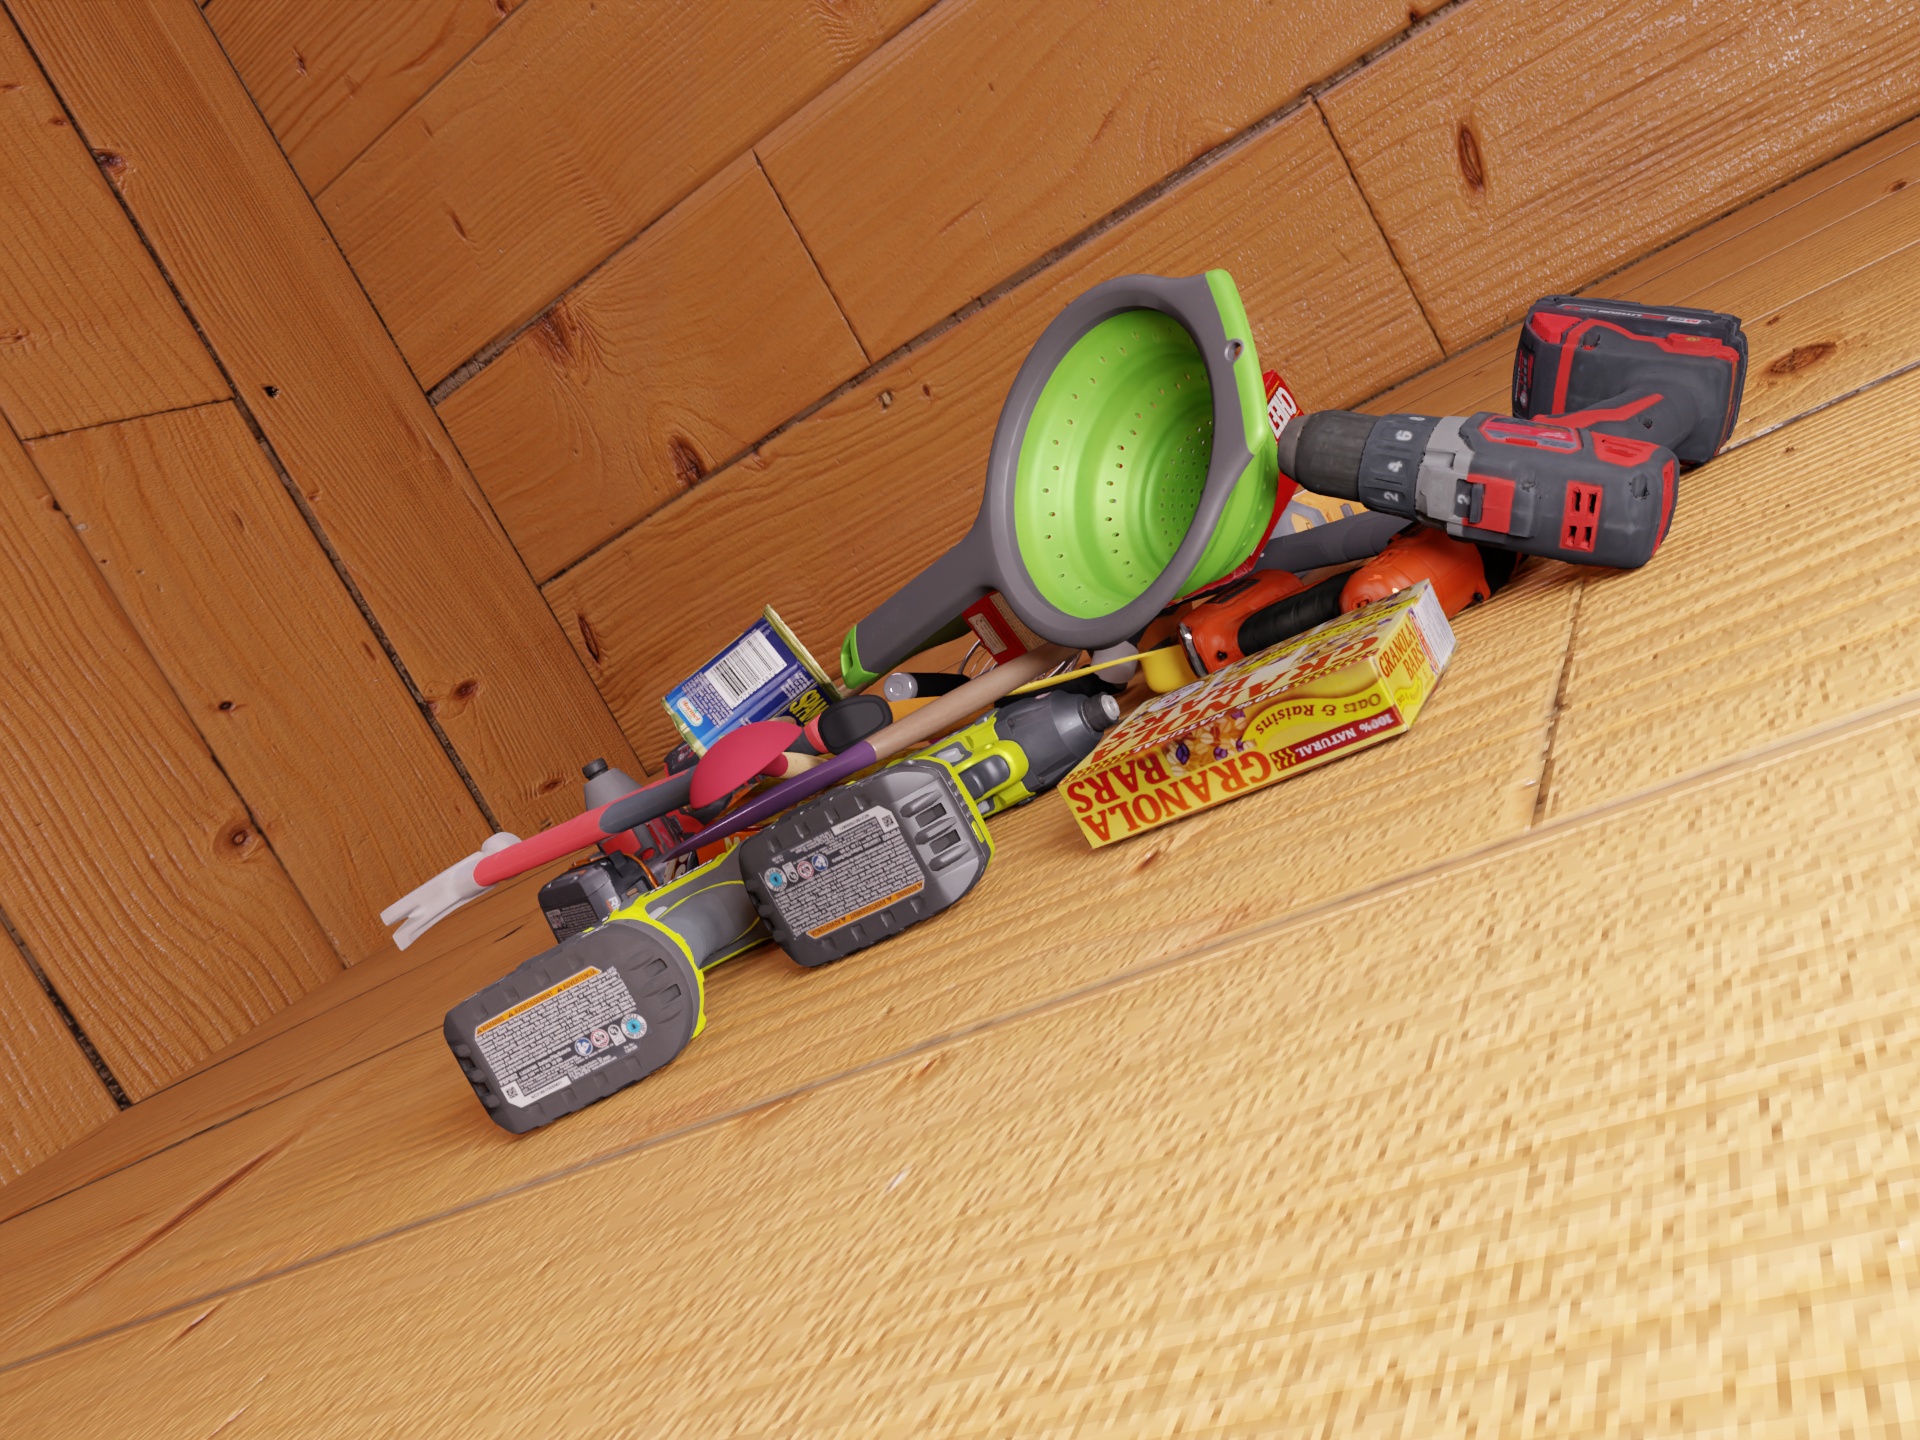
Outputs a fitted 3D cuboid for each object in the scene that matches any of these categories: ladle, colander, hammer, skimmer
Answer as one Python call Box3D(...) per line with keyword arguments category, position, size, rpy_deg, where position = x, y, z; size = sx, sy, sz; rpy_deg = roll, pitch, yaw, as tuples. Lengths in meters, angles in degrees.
Box3D(category="ladle", position=(-0.101, 0.027, 0.933), size=(0.069, 0.031, 0.315), rpy_deg=(-33, -6, 3))
Box3D(category="colander", position=(0.062, -0.105, 0.947), size=(0.094, 0.205, 0.397), rpy_deg=(8, -27, -35))
Box3D(category="ladle", position=(-0.105, -0.029, 1.304), size=(0.320, 0.062, 0.078), rpy_deg=(-36, -11, 10))
Box3D(category="hammer", position=(-0.002, -0.003, 1.068), size=(0.127, 0.034, 0.336), rpy_deg=(-26, -8, 26))
Box3D(category="hammer", position=(0.231, -0.117, 1.052), size=(0.335, 0.035, 0.146), rpy_deg=(-12, 50, 45))
Box3D(category="hammer", position=(-0.251, 0.073, 1.147), size=(0.386, 0.038, 0.143), rpy_deg=(-22, 10, 29))
Box3D(category="skimmer", position=(0.008, -0.053, 1.247), size=(0.127, 0.090, 0.363), rpy_deg=(-24, -7, 19))

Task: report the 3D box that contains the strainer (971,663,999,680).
Box3D(category="strainer", position=(0.063, -0.067, 1.480), size=(0.258, 0.050, 0.087), rpy_deg=(-37, 0, 13))

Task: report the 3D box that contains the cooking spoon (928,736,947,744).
Box3D(category="cooking spoon", position=(-0.024, 0.034, 1.312), size=(0.069, 0.017, 0.319), rpy_deg=(-28, 6, 22))

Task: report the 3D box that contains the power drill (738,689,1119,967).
Box3D(category="power drill", position=(-0.011, 0.046, 0.898), size=(0.171, 0.080, 0.223), rpy_deg=(-27, 3, 28))

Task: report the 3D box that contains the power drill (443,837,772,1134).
Box3D(category="power drill", position=(-0.198, 0.148, 0.914), size=(0.190, 0.080, 0.228), rpy_deg=(-28, 4, 12))

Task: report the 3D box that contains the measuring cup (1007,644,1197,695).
Box3D(category="measuring cup", position=(0.098, -0.023, 0.992), size=(0.156, 0.029, 0.062), rpy_deg=(-14, -1, -17))

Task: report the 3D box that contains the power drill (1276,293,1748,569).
Box3D(category="power drill", position=(0.289, -0.151, 0.817), size=(0.188, 0.080, 0.227), rpy_deg=(17, 36, 33))

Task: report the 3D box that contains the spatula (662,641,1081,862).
Box3D(category="spatula", position=(-0.032, 0.007, 0.903), size=(0.316, 0.018, 0.060), rpy_deg=(-28, -4, -34))

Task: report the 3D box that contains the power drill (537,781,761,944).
Box3D(category="power drill", position=(-0.194, 0.105, 1.227), size=(0.226, 0.084, 0.164), rpy_deg=(-29, 6, -35))

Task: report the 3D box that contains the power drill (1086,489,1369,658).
Box3D(category="power drill", position=(0.217, -0.128, 1.252), size=(0.226, 0.084, 0.185), rpy_deg=(-21, 5, 35))

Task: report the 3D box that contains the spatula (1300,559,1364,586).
Box3D(category="spatula", position=(0.321, -0.138, 1.138), size=(0.317, 0.044, 0.082), rpy_deg=(-37, 8, -22))

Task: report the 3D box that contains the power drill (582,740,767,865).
Box3D(category="power drill", position=(-0.253, 0.078, 1.422), size=(0.078, 0.143, 0.220), rpy_deg=(-30, 3, 22))
